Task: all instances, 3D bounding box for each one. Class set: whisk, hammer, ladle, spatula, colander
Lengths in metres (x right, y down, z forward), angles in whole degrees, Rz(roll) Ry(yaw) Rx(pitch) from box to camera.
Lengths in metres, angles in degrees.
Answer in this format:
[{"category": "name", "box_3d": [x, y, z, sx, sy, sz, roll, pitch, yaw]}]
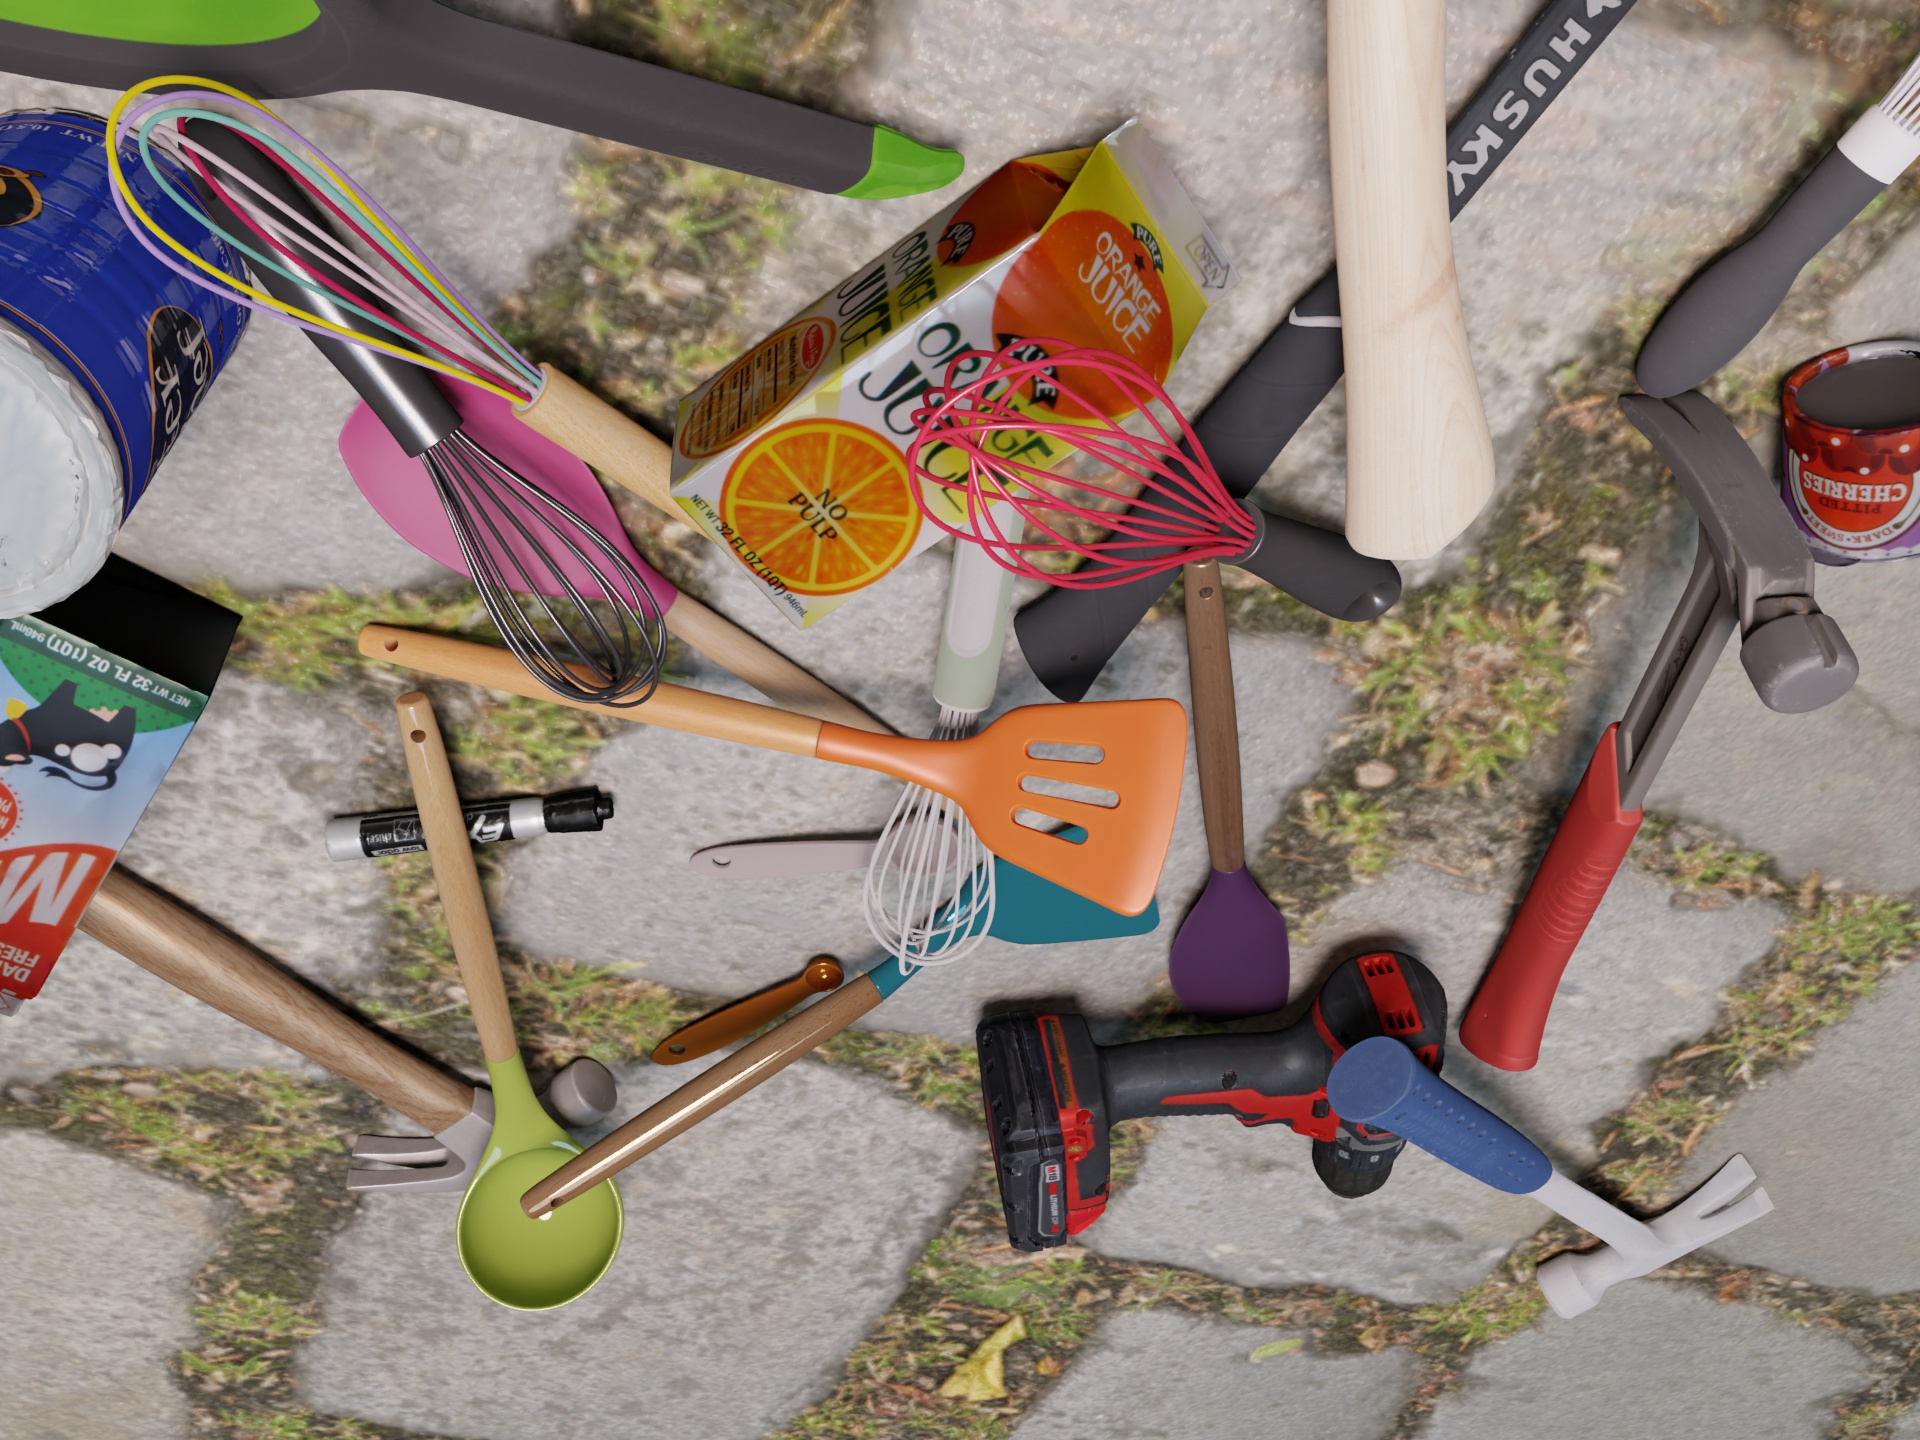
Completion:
[{"category": "whisk", "box_3d": [0.322, -0.212, 0.509, 0.070, 0.070, 0.284, 17, 134, -19]}, {"category": "whisk", "box_3d": [-0.001, -0.002, 0.639, 0.058, 0.059, 0.246, 15, 116, 10]}, {"category": "hammer", "box_3d": [0.148, -0.156, 0.559, 0.149, 0.036, 0.408, 24, 122, -24]}, {"category": "ladle", "box_3d": [-0.206, 0.134, 0.698, 0.078, 0.062, 0.320, -10, 122, -12]}, {"category": "hammer", "box_3d": [0.303, 0.234, 0.823, 0.144, 0.035, 0.405, -37, 136, 19]}, {"category": "whisk", "box_3d": [-0.180, -0.099, 0.546, 0.055, 0.055, 0.238, -28, 115, 15]}, {"category": "spatula", "box_3d": [0.115, 0.046, 0.704, 0.060, 0.018, 0.315, -11, 135, 3]}, {"category": "whisk", "box_3d": [-0.156, -0.123, 0.521, 0.051, 0.047, 0.244, -27, 142, 28]}, {"category": "hammer", "box_3d": [0.114, -0.232, 0.458, 0.146, 0.038, 0.410, -3, 124, 11]}, {"category": "spatula", "box_3d": [-0.057, 0.141, 0.726, 0.317, 0.044, 0.082, -32, 131, -8]}, {"category": "whisk", "box_3d": [0.083, -0.067, 0.537, 0.073, 0.073, 0.295, -44, 150, 25]}, {"category": "hammer", "box_3d": [-0.322, 0.127, 0.728, 0.130, 0.031, 0.331, -35, 123, 19]}, {"category": "hammer", "box_3d": [0.274, 0.039, 0.692, 0.036, 0.149, 0.358, -3, 139, -3]}, {"category": "spatula", "box_3d": [-0.078, 0.001, 0.605, 0.322, 0.041, 0.081, 12, 87, 4]}, {"category": "colander", "box_3d": [-0.174, -0.227, 0.430, 0.397, 0.205, 0.094, 4, 94, -29]}]

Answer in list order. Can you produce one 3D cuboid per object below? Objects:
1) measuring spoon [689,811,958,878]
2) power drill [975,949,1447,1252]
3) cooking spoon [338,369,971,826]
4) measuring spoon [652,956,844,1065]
[{"category": "measuring spoon", "box_3d": [-0.061, 0.056, 0.716, 0.124, 0.018, 0.034, -5, 130, 6]}, {"category": "power drill", "box_3d": [0.129, 0.202, 0.806, 0.226, 0.080, 0.187, -10, 137, -3]}, {"category": "cooking spoon", "box_3d": [-0.097, -0.032, 0.637, 0.318, 0.017, 0.068, 35, 106, -28]}, {"category": "measuring spoon", "box_3d": [-0.105, 0.142, 0.779, 0.117, 0.011, 0.021, -29, 124, 20]}]
